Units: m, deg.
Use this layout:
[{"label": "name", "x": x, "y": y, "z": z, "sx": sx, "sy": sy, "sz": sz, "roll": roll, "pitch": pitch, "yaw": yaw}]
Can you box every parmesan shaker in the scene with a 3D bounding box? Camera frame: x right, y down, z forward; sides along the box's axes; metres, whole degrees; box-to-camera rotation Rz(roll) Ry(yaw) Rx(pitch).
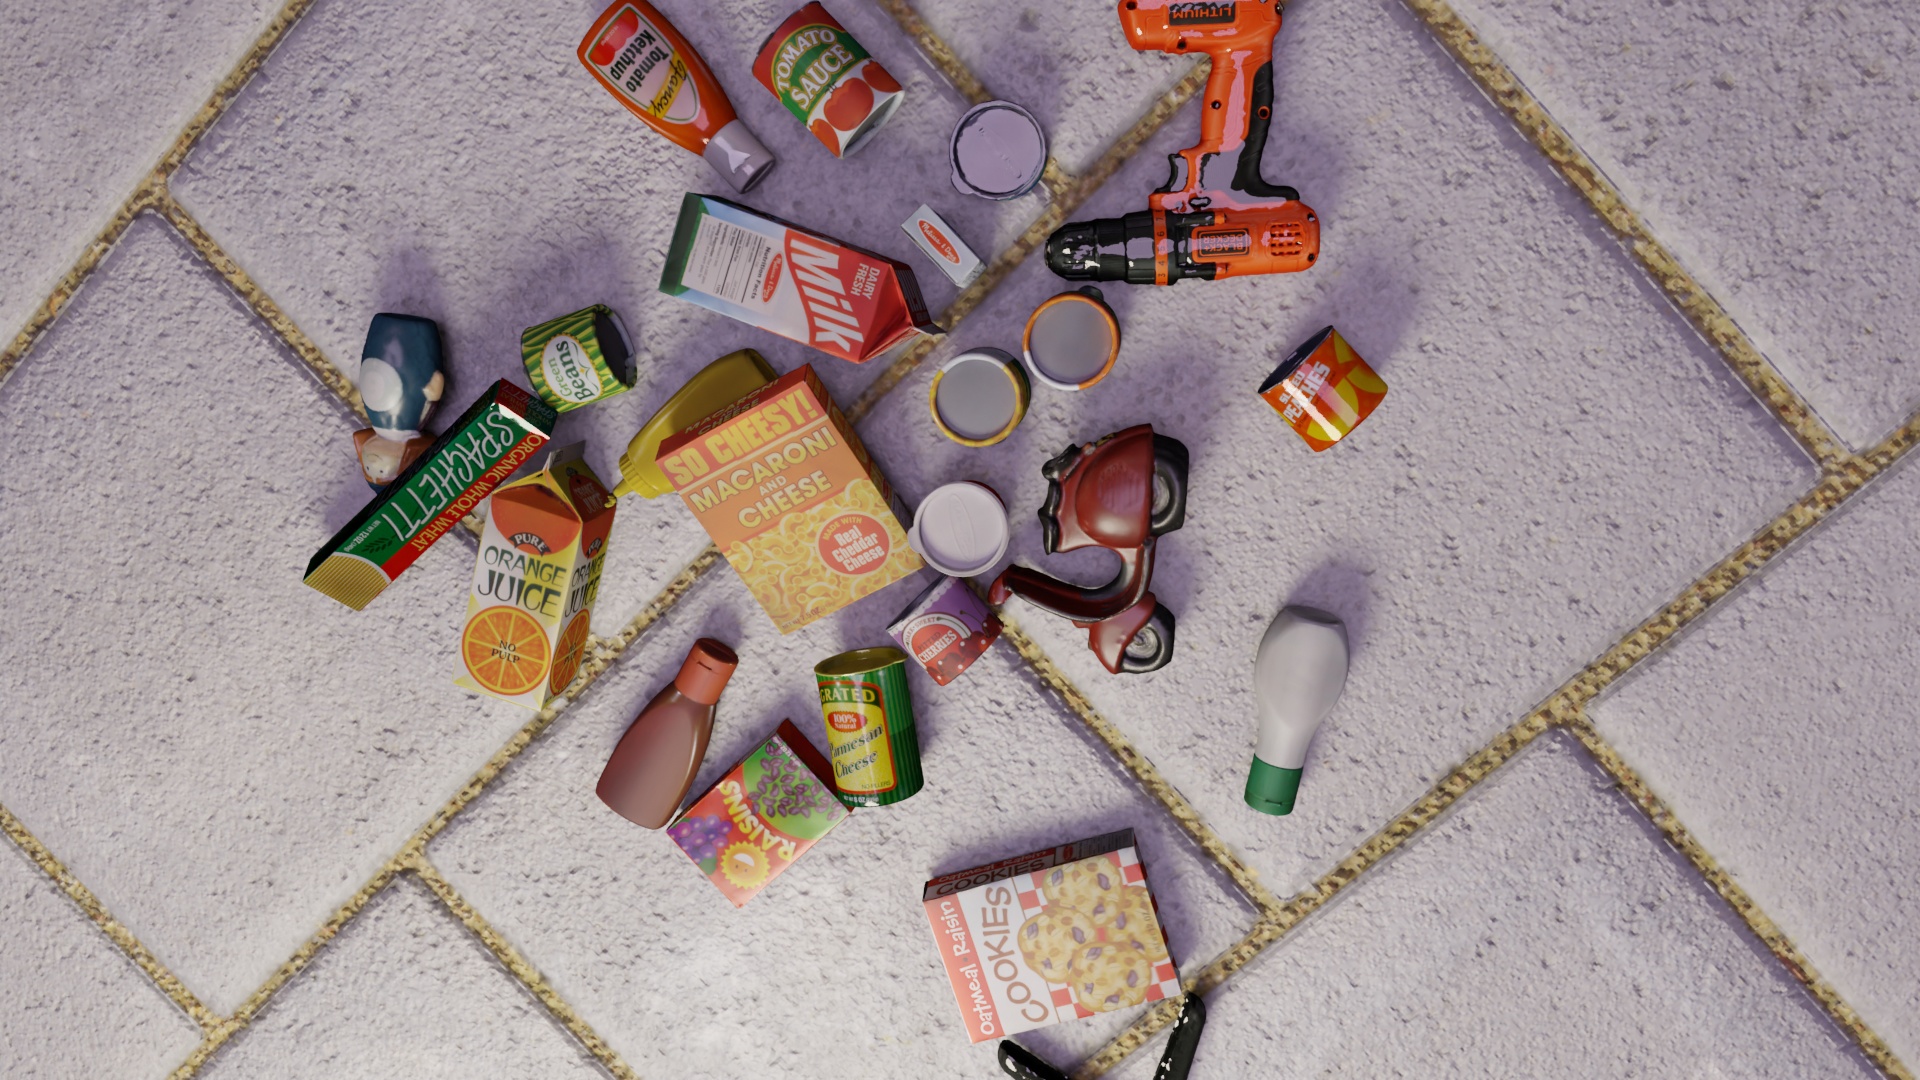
[{"label": "parmesan shaker", "x": -0.064, "y": 0.137, "z": 1.023, "sx": 0.071, "sy": 0.071, "sz": 0.103, "roll": -8, "pitch": 100, "yaw": 9}]

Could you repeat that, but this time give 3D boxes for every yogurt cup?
[{"label": "yogurt cup", "x": 0.004, "y": -0.012, "z": 0.993, "sx": 0.072, "sy": 0.054, "sz": 0.072, "roll": 1, "pitch": 101, "yaw": 7}]

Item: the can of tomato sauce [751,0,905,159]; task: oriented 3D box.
[{"label": "can of tomato sauce", "x": -0.089, "y": -0.310, "z": 0.940, "sx": 0.083, "sy": 0.071, "sz": 0.071, "roll": 45, "pitch": 103, "yaw": -3}]

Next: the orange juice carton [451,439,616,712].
[{"label": "orange juice carton", "x": -0.311, "y": 0.020, "z": 1.031, "sx": 0.073, "sy": 0.072, "sz": 0.192, "roll": 17, "pitch": 103, "yaw": 3}]

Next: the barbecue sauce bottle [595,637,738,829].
[{"label": "barbecue sauce bottle", "x": -0.218, "y": 0.145, "z": 1.057, "sx": 0.065, "sy": 0.044, "sz": 0.148, "roll": 31, "pitch": 102, "yaw": 3}]

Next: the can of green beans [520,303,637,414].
[{"label": "can of green beans", "x": -0.274, "y": -0.131, "z": 1.000, "sx": 0.058, "sy": 0.071, "sz": 0.071, "roll": -17, "pitch": 98, "yaw": 10}]

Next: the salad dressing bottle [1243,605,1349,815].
[{"label": "salad dressing bottle", "x": 0.236, "y": 0.123, "z": 0.994, "sx": 0.064, "sy": 0.044, "sz": 0.147, "roll": 11, "pitch": 103, "yaw": 3}]

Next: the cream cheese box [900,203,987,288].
[{"label": "cream cheese box", "x": -0.009, "y": -0.197, "z": 0.934, "sx": 0.024, "sy": 0.104, "sz": 0.053, "roll": -43, "pitch": 94, "yaw": 9}]

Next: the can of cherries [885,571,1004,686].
[{"label": "can of cherries", "x": -0.011, "y": 0.064, "z": 1.000, "sx": 0.071, "sy": 0.071, "sz": 0.058, "roll": -42, "pitch": 94, "yaw": 13}]

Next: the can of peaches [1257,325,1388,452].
[{"label": "can of peaches", "x": 0.244, "y": -0.101, "z": 0.936, "sx": 0.071, "sy": 0.071, "sz": 0.058, "roll": -43, "pitch": 94, "yaw": 13}]

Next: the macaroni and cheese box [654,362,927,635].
[{"label": "macaroni and cheese box", "x": -0.118, "y": -0.027, "z": 0.986, "sx": 0.123, "sy": 0.040, "sz": 0.166, "roll": -27, "pitch": 117, "yaw": 11}]

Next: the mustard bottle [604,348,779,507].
[{"label": "mustard bottle", "x": -0.200, "y": -0.074, "z": 1.010, "sx": 0.160, "sy": 0.049, "sz": 0.065, "roll": -34, "pitch": 101, "yaw": 13}]

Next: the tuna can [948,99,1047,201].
[{"label": "tuna can", "x": 0.025, "y": -0.265, "z": 0.953, "sx": 0.071, "sy": 0.033, "sz": 0.071, "roll": 1, "pitch": 101, "yaw": 7}]

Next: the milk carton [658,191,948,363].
[{"label": "milk carton", "x": -0.102, "y": -0.176, "z": 0.967, "sx": 0.191, "sy": 0.072, "sz": 0.073, "roll": 20, "pitch": 103, "yaw": 4}]

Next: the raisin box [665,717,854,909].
[{"label": "raisin box", "x": -0.151, "y": 0.209, "z": 1.063, "sx": 0.123, "sy": 0.040, "sz": 0.086, "roll": -42, "pitch": 94, "yaw": 12}]

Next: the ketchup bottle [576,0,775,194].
[{"label": "ketchup bottle", "x": -0.193, "y": -0.307, "z": 0.968, "sx": 0.149, "sy": 0.043, "sz": 0.064, "roll": 45, "pitch": 103, "yaw": -3}]

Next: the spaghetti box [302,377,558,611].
[{"label": "spaghetti box", "x": -0.391, "y": -0.030, "z": 1.017, "sx": 0.249, "sy": 0.029, "sz": 0.050, "roll": -35, "pitch": 128, "yaw": 25}]

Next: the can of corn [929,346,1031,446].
[{"label": "can of corn", "x": 0.015, "y": -0.098, "z": 0.973, "sx": 0.071, "sy": 0.058, "sz": 0.071, "roll": 1, "pitch": 101, "yaw": 8}]

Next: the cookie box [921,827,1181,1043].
[{"label": "cookie box", "x": 0.069, "y": 0.300, "z": 1.052, "sx": 0.167, "sy": 0.040, "sz": 0.122, "roll": -17, "pitch": 98, "yaw": 9}]

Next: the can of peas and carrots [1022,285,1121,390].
[{"label": "can of peas and carrots", "x": 0.078, "y": -0.140, "z": 0.956, "sx": 0.071, "sy": 0.059, "sz": 0.070, "roll": 1, "pitch": 101, "yaw": 7}]
